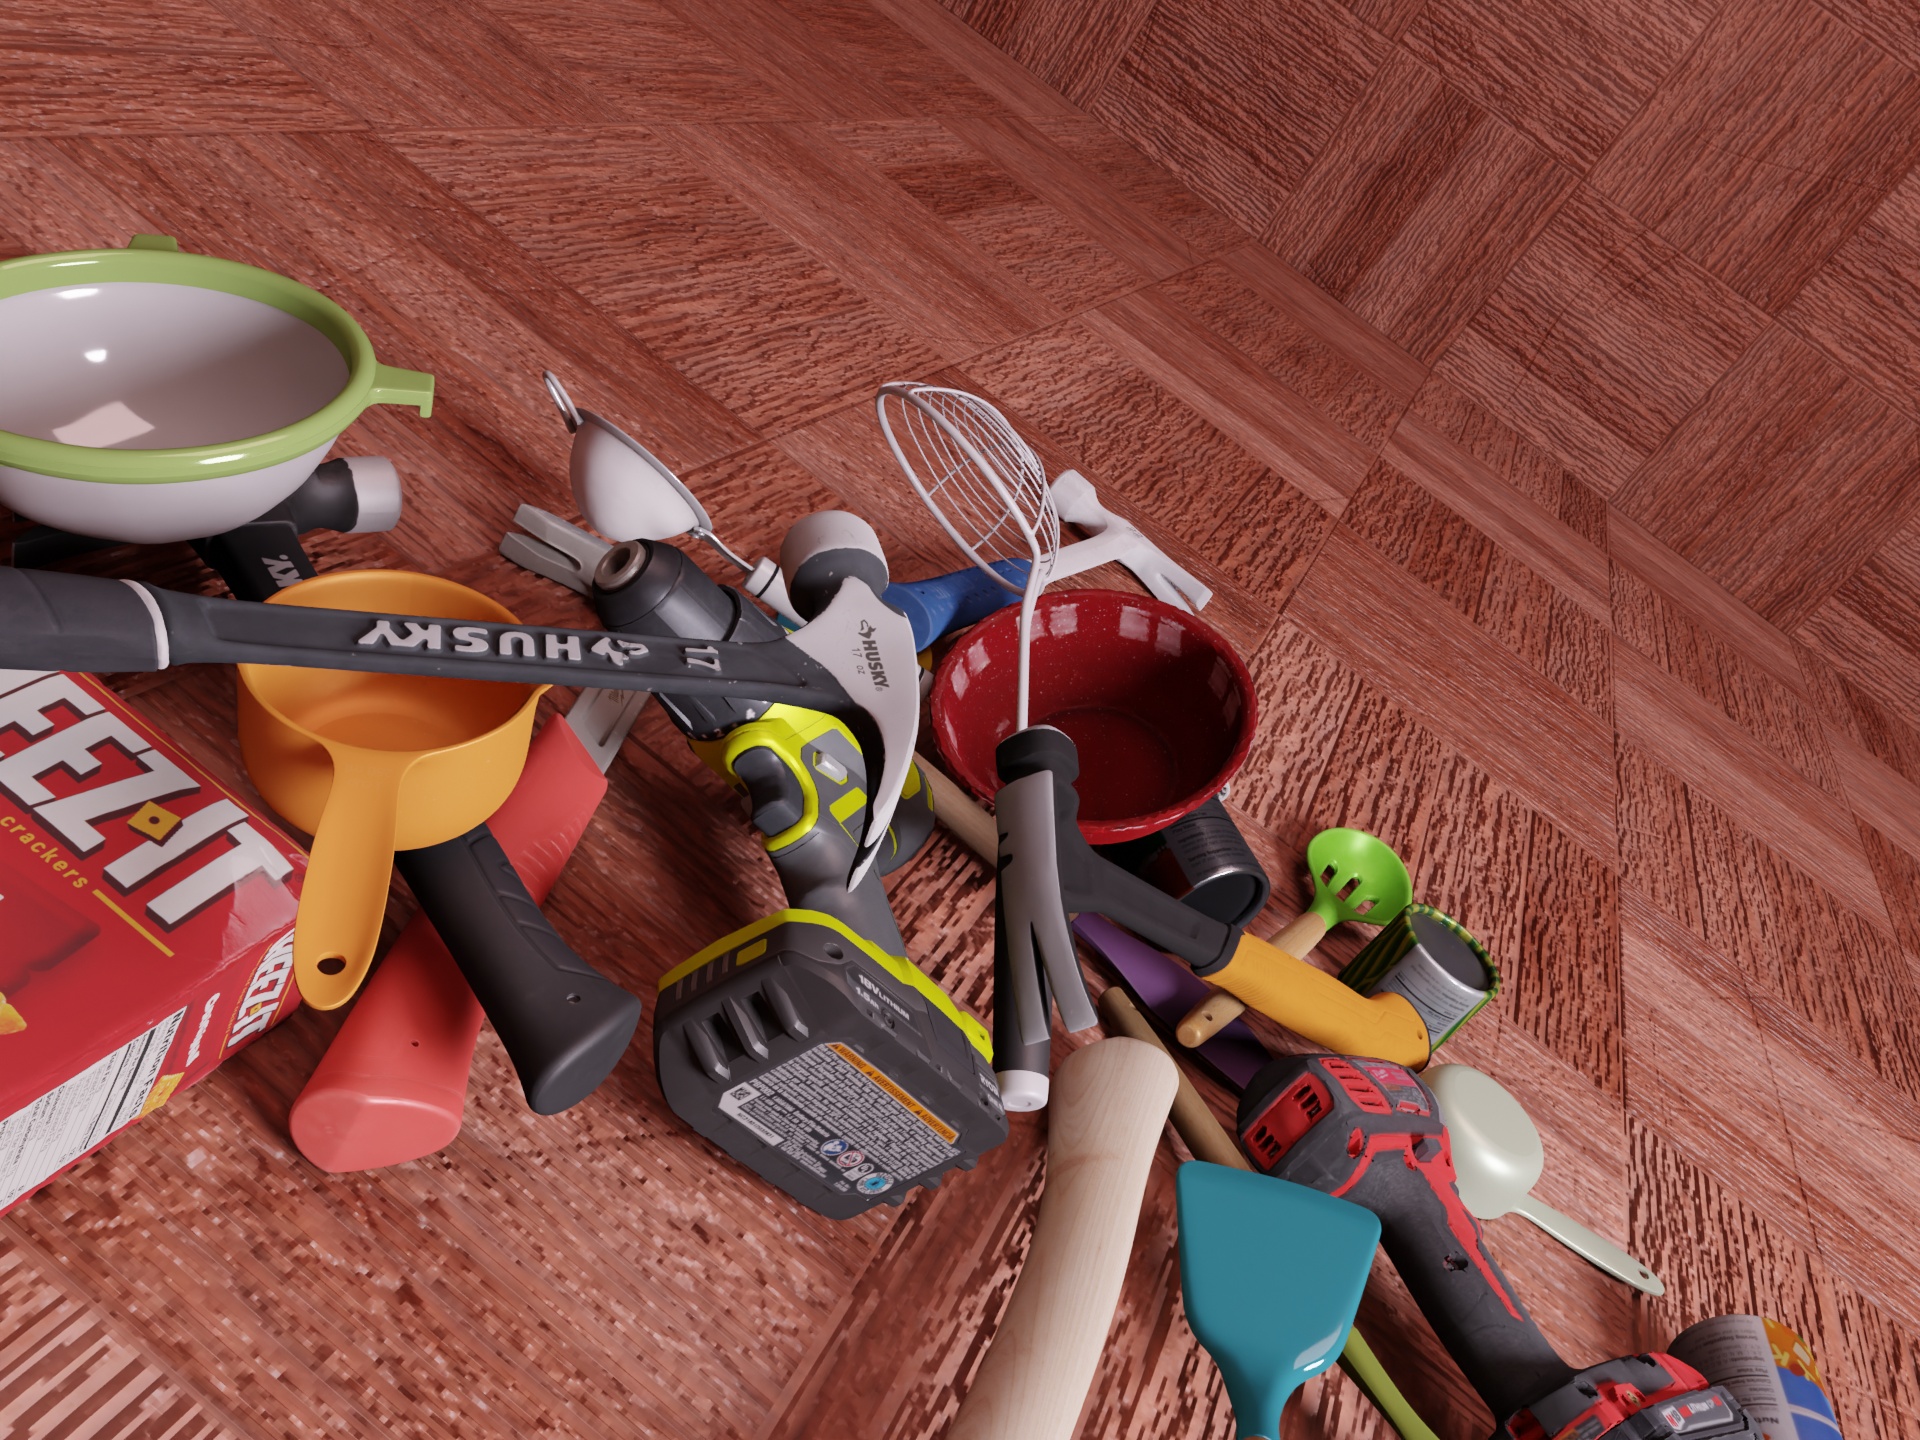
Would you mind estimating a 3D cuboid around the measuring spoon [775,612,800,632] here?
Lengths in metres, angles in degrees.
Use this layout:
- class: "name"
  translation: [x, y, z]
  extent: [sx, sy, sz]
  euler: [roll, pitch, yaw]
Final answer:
- class: "measuring spoon"
  translation: [-0.086, -0.054, 0.839]
  extent: [0.042, 0.021, 0.129]
  euler: [30, 30, -10]

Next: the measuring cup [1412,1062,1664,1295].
- class: "measuring cup"
  translation: [0.296, 0.234, 0.804]
  extent: [0.167, 0.038, 0.083]
  euler: [34, 29, 0]

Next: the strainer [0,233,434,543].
- class: "strainer"
  translation: [-0.310, -0.078, 0.519]
  extent: [0.151, 0.069, 0.256]
  euler: [28, 41, 16]

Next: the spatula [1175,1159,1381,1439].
- class: "spatula"
  translation: [0.093, 0.236, 0.497]
  extent: [0.082, 0.044, 0.317]
  euler: [14, 13, 9]

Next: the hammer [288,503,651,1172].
- class: "hammer"
  translation: [-0.169, 0.028, 0.617]
  extent: [0.149, 0.036, 0.359]
  euler: [30, 29, -10]

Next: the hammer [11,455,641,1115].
- class: "hammer"
  translation: [-0.210, 0.005, 0.550]
  extent: [0.146, 0.035, 0.335]
  euler: [-10, 45, -41]

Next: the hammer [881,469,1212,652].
- class: "hammer"
  translation: [0.050, -0.089, 0.991]
  extent: [0.144, 0.035, 0.405]
  euler: [42, 24, 10]

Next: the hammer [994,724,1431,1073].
- class: "hammer"
  translation: [0.131, 0.118, 0.722]
  extent: [0.336, 0.034, 0.127]
  euler: [30, 45, -43]

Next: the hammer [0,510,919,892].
- class: "hammer"
  translation: [-0.203, -0.020, 0.436]
  extent: [0.408, 0.036, 0.149]
  euler: [3, 41, -21]

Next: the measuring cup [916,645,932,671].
- class: "measuring cup"
  translation: [-0.051, -0.017, 0.813]
  extent: [0.062, 0.029, 0.157]
  euler: [33, 26, -5]

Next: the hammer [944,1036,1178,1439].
- class: "hammer"
  translation: [0.028, 0.216, 0.498]
  extent: [0.146, 0.038, 0.411]
  euler: [8, 21, 15]

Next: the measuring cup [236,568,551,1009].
- class: "measuring cup"
  translation: [-0.172, 0.027, 0.463]
  extent: [0.095, 0.052, 0.174]
  euler: [8, 41, -16]

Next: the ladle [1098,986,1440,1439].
- class: "ladle"
  translation: [0.128, 0.232, 0.637]
  extent: [0.078, 0.062, 0.321]
  euler: [30, 18, -44]

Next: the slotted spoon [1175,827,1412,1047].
- class: "slotted spoon"
  translation: [0.179, 0.116, 0.853]
  extent: [0.070, 0.031, 0.313]
  euler: [43, 27, 16]

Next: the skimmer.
- class: "skimmer"
  translation: [-0.001, -0.002, 0.721]
  extent: [0.127, 0.090, 0.364]
  euler: [67, 21, -56]

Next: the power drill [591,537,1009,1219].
- class: "power drill"
  translation: [-0.066, 0.049, 0.597]
  extent: [0.190, 0.080, 0.229]
  euler: [49, 17, -41]

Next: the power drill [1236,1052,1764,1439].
- class: "power drill"
  translation: [0.222, 0.237, 0.679]
  extent: [0.143, 0.078, 0.220]
  euler: [18, 27, -48]

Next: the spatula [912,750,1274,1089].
- class: "spatula"
  translation: [0.036, 0.075, 0.760]
  extent: [0.316, 0.018, 0.060]
  euler: [41, 24, -6]

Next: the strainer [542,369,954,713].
- class: "strainer"
  translation: [-0.105, -0.073, 0.775]
  extent: [0.258, 0.050, 0.087]
  euler: [35, -12, -17]
